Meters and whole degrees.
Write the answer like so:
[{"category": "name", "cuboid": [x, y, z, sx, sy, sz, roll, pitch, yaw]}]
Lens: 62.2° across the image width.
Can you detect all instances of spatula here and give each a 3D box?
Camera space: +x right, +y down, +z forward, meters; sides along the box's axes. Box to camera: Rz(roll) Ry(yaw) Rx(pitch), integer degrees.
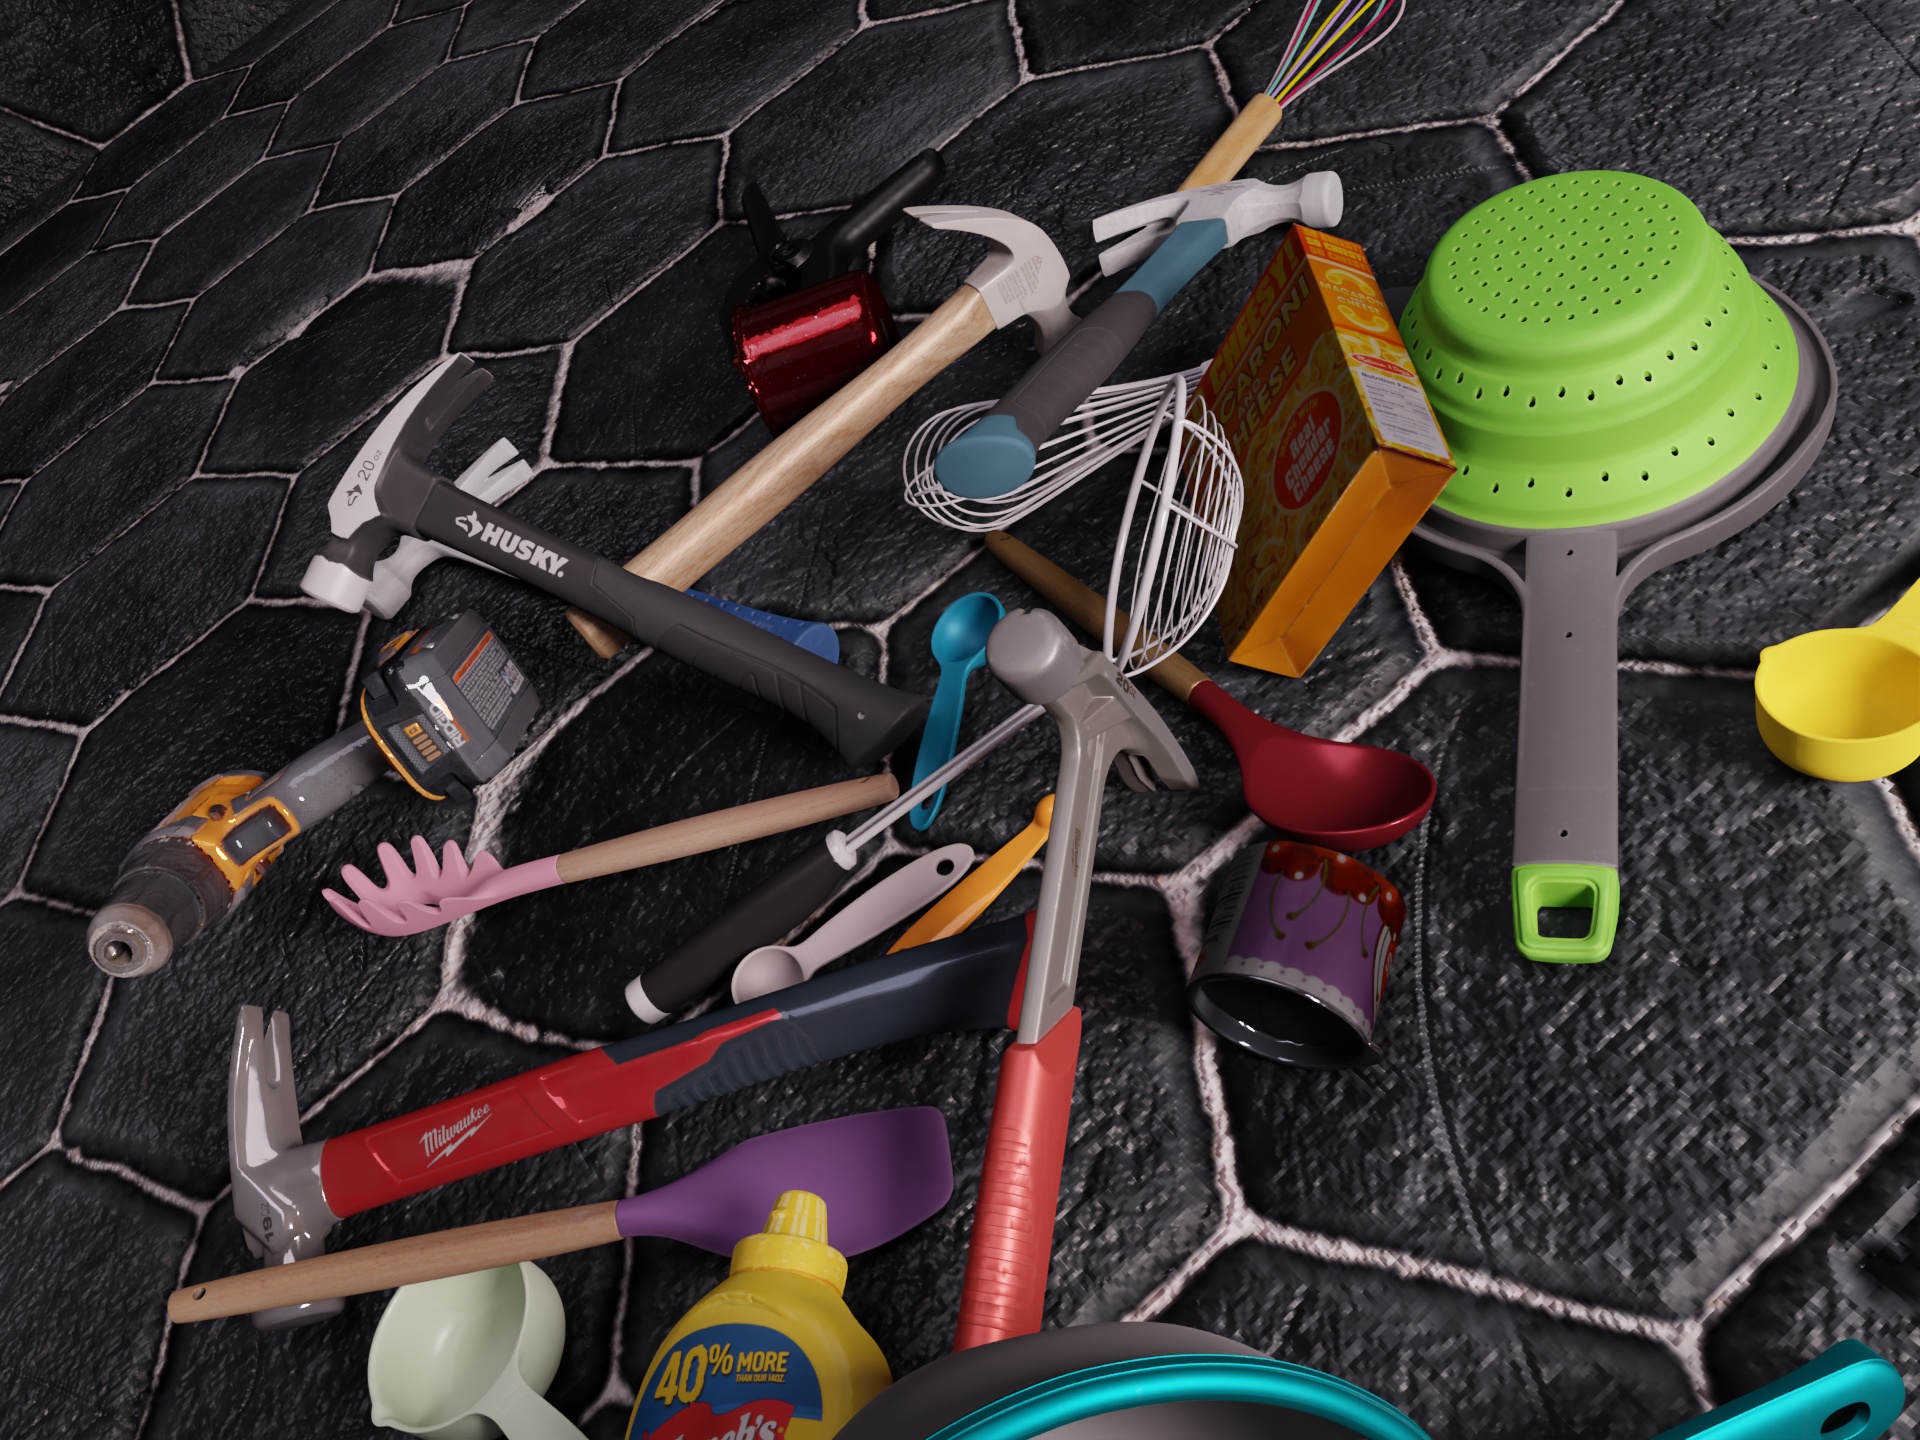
[{"category": "spatula", "cuboid": [-0.158, 0.203, 0.624, 0.316, 0.018, 0.060, -11, 46, 3]}]

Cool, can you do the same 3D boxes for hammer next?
[{"category": "hammer", "cuboid": [-0.217, -0.085, 0.949, 0.406, 0.035, 0.144, 19, 64, 41]}, {"category": "hammer", "cuboid": [-0.142, 0.138, 0.680, 0.386, 0.038, 0.143, -20, 68, 11]}, {"category": "hammer", "cuboid": [0.083, -0.204, 0.806, 0.128, 0.033, 0.331, 5, 38, 32]}, {"category": "hammer", "cuboid": [0.028, 0.148, 0.562, 0.037, 0.149, 0.359, -4, 63, 29]}, {"category": "hammer", "cuboid": [-0.167, -0.066, 0.792, 0.335, 0.035, 0.146, 25, 87, 16]}, {"category": "hammer", "cuboid": [-0.075, -0.153, 0.850, 0.331, 0.129, 0.031, -41, 43, -8]}]

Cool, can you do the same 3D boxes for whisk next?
[{"category": "whisk", "cuboid": [0.199, -0.386, 0.959, 0.047, 0.051, 0.245, 28, 73, 38]}, {"category": "whisk", "cuboid": [0.103, -0.163, 0.814, 0.284, 0.070, 0.070, -18, 45, 11]}]

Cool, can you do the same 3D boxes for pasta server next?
[{"category": "pasta server", "cuboid": [-0.179, 0.062, 0.795, 0.316, 0.040, 0.060, -14, 25, 18]}]

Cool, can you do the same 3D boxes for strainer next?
[{"category": "strainer", "cuboid": [0.086, 0.219, 0.434, 0.340, 0.211, 0.095, -16, 18, -13]}]

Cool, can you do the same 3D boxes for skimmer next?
[{"category": "skimmer", "cuboid": [-0.023, -0.001, 0.693, 0.363, 0.090, 0.127, -37, 10, 9]}]

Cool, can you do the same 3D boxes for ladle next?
[{"category": "ladle", "cuboid": [0.092, -0.024, 0.713, 0.069, 0.031, 0.316, -22, 37, -20]}]

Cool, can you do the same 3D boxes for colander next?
[{"category": "colander", "cuboid": [0.241, -0.098, 0.632, 0.204, 0.094, 0.397, -2, 54, 24]}]

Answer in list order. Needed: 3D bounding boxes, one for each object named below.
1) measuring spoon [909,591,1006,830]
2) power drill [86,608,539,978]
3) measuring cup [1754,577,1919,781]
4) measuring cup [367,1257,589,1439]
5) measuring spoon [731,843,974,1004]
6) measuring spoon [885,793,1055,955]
[{"category": "measuring spoon", "cuboid": [-0.001, -0.002, 0.764, 0.042, 0.021, 0.129, -7, 58, 37]}, {"category": "power drill", "cuboid": [-0.349, 0.043, 0.850, 0.226, 0.084, 0.185, -31, 18, 6]}, {"category": "measuring cup", "cuboid": [0.348, -0.031, 0.574, 0.156, 0.029, 0.062, -36, 42, -19]}, {"category": "measuring cup", "cuboid": [-0.163, 0.264, 0.609, 0.168, 0.038, 0.083, 23, 67, 40]}, {"category": "measuring spoon", "cuboid": [-0.045, 0.094, 0.706, 0.124, 0.018, 0.034, -33, 62, -8]}, {"category": "measuring spoon", "cuboid": [0.005, 0.072, 0.693, 0.117, 0.011, 0.021, -43, 44, -9]}]
